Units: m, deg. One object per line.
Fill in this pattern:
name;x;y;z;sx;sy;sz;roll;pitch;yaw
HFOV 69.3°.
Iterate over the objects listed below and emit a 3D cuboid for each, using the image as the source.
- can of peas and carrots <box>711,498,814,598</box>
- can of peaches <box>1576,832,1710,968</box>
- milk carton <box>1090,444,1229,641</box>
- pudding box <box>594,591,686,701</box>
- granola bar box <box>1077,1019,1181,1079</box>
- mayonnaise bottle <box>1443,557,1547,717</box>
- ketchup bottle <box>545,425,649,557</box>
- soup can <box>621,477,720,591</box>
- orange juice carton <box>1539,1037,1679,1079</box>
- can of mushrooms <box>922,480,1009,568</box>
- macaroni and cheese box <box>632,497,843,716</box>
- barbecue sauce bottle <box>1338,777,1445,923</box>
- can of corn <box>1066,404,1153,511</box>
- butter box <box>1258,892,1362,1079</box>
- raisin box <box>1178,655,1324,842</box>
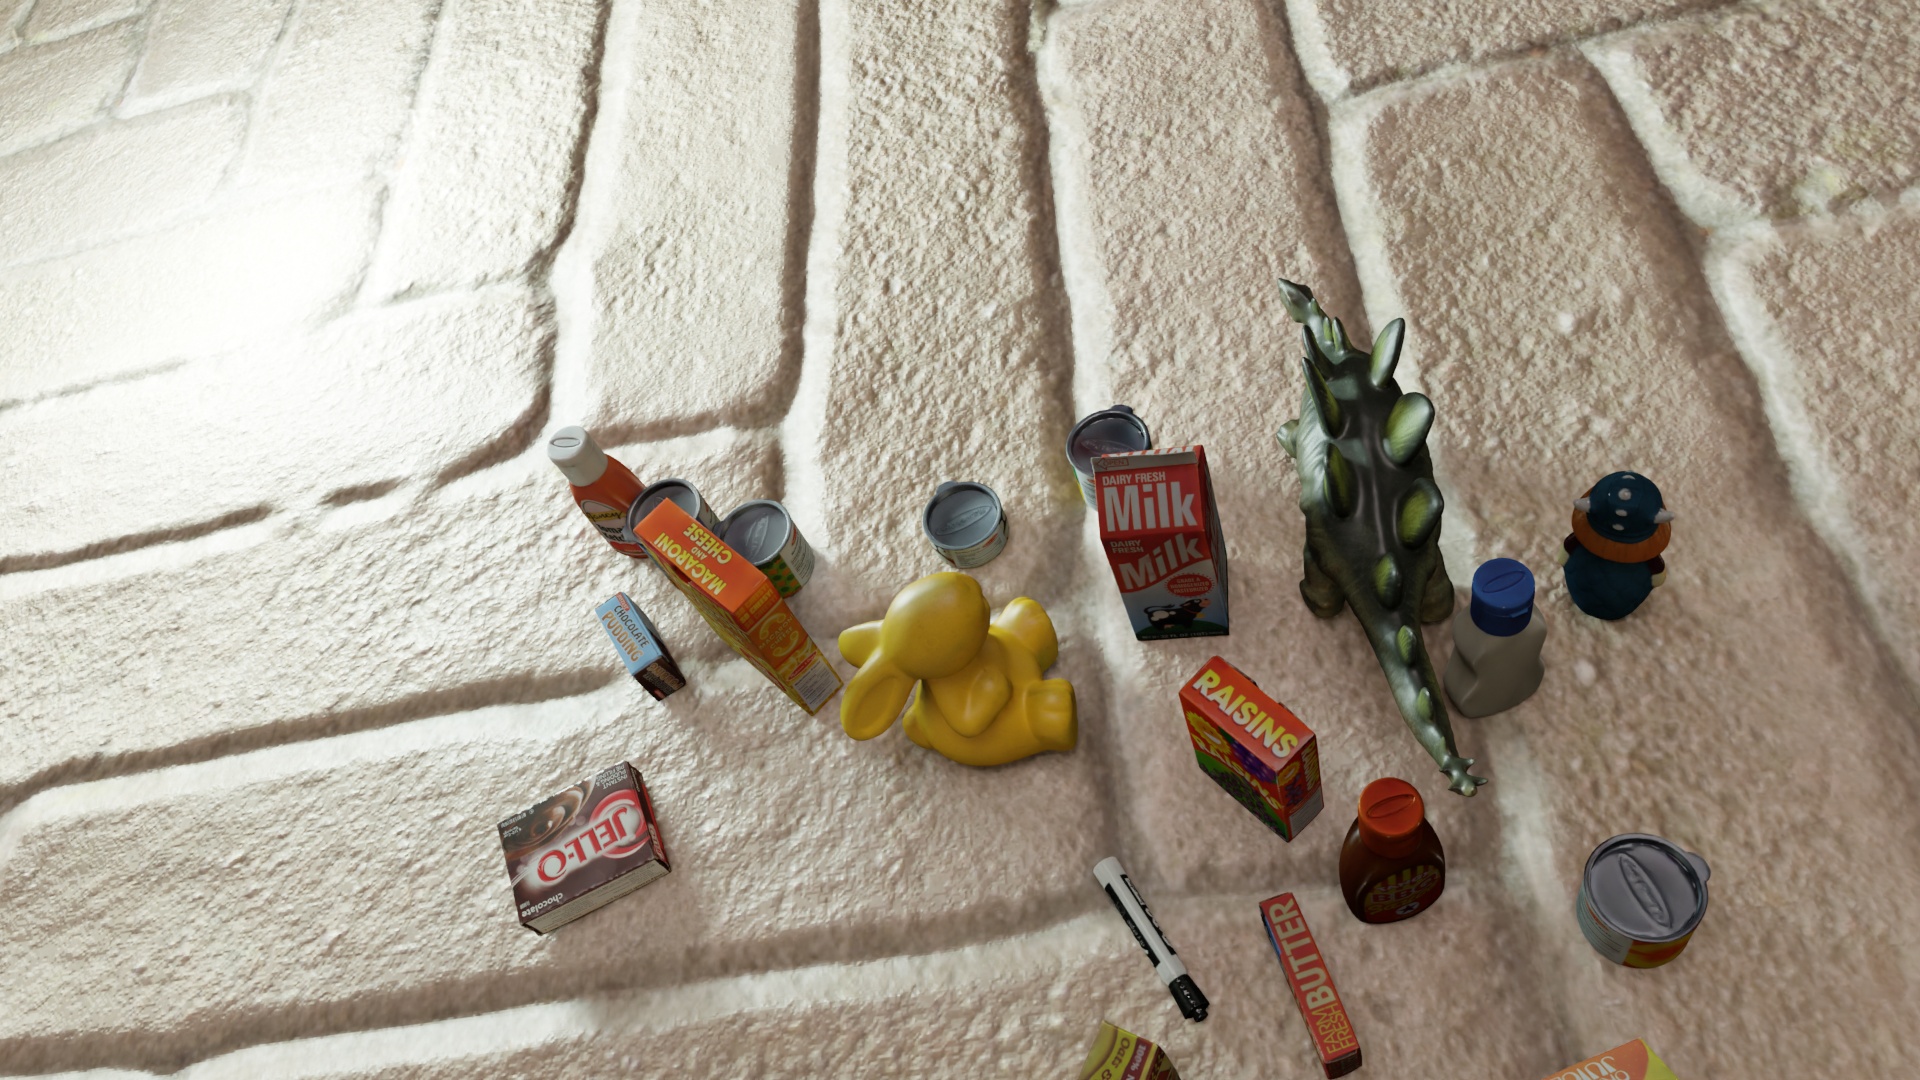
can of peas and carrots;-0.163;0.009;1.150;0.071;0.058;0.071;-8;56;12
can of peaches;0.410;0.216;0.834;0.071;0.057;0.071;-8;56;12
milk carton;0.144;-0.006;0.983;0.072;0.189;0.074;-4;57;15
pudding box;-0.262;0.086;1.136;0.030;0.049;0.084;-35;54;-7
granola bar box;0.076;0.373;0.794;0.039;0.123;0.166;16;64;26
mayonnaise bottle;0.348;0.063;0.899;0.065;0.147;0.041;-24;54;2
ketchup bottle;-0.296;-0.041;1.169;0.065;0.148;0.044;2;59;19
soup can;-0.234;-0.001;1.164;0.071;0.083;0.072;-8;56;12
orange juice carton;0.330;0.315;0.711;0.072;0.192;0.073;-23;54;2
can of mushrooms;0.004;-0.014;1.129;0.071;0.033;0.071;-8;56;12
macaroni and cheese box;-0.167;0.053;1.056;0.124;0.165;0.040;34;73;32
barbecue sauce bottle;0.262;0.188;0.844;0.065;0.148;0.044;-21;54;3
can of corn;0.123;-0.064;1.109;0.071;0.058;0.071;-8;56;12
butter box;0.216;0.275;0.859;0.024;0.053;0.104;-21;54;3
raisin box;0.193;0.138;0.913;0.040;0.123;0.086;-42;56;-11
